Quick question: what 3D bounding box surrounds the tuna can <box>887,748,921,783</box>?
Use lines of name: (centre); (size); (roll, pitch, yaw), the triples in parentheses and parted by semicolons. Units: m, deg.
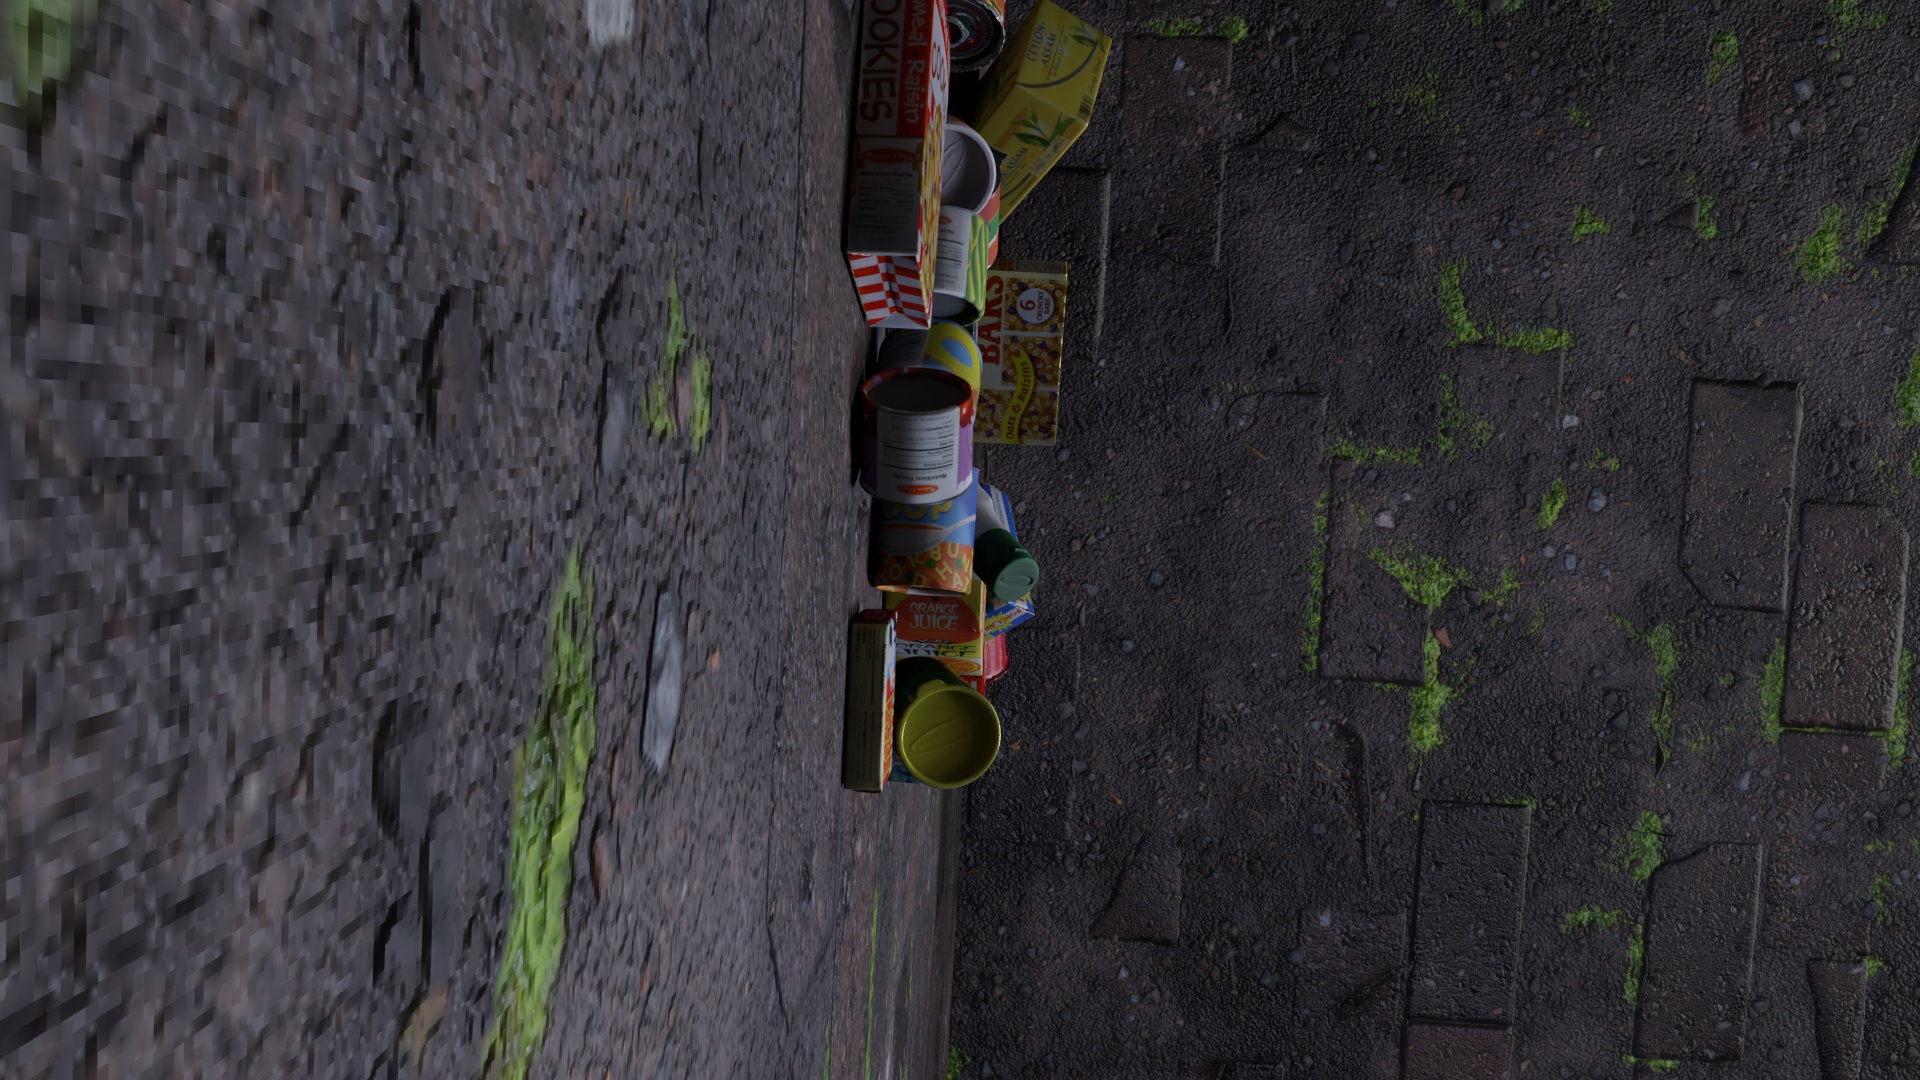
tuna can: (-0.042, 0.155, 1.075); (0.071, 0.033, 0.071); (-8, 101, -88)

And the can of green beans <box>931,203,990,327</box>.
can of green beans: (-0.016, -0.172, 0.876); (0.071, 0.071, 0.058); (83, 11, -77)

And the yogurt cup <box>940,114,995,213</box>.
yogurt cup: (-0.013, -0.242, 0.895); (0.054, 0.072, 0.072); (-99, -171, -60)

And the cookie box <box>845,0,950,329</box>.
cookie box: (-0.031, -0.214, 0.757); (0.123, 0.040, 0.167); (78, 15, -80)

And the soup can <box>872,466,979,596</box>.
soup can: (-0.024, -0.008, 0.918); (0.071, 0.071, 0.084); (76, 18, -82)

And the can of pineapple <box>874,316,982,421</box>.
can of pineapple: (-0.020, -0.094, 0.851); (0.058, 0.071, 0.070); (-82, 175, -53)

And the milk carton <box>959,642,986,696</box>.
milk carton: (-0.011, 0.092, 1.265); (0.073, 0.072, 0.191); (90, 3, -56)

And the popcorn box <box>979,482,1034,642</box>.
popcorn box: (0.011, 0.024, 1.215); (0.038, 0.085, 0.127); (26, 43, -45)

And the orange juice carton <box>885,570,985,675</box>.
orange juice carton: (-0.017, 0.049, 1.066); (0.192, 0.072, 0.073); (86, 7, -73)

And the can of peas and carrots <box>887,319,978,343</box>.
can of peas and carrots: (-0.017, -0.154, 0.944); (0.071, 0.059, 0.071); (-8, 101, -88)

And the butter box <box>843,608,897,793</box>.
butter box: (-0.053, 0.095, 0.832); (0.053, 0.024, 0.103); (-56, 149, -84)

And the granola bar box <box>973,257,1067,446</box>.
granola bar box: (0.029, -0.169, 1.242); (0.039, 0.124, 0.164); (-83, 176, -60)

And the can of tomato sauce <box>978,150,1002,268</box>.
can of tomato sauce: (-0.002, -0.253, 1.069); (0.082, 0.071, 0.071); (90, 4, -60)

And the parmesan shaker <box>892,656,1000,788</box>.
parmesan shaker: (-0.019, 0.114, 0.912); (0.103, 0.071, 0.071); (-154, -114, -76)

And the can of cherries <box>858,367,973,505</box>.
can of cherries: (-0.026, -0.062, 0.796); (0.072, 0.071, 0.058); (-83, 174, -59)

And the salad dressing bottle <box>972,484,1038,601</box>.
salad dressing bottle: (0.004, -0.012, 0.982); (0.148, 0.064, 0.043); (49, -57, 46)
